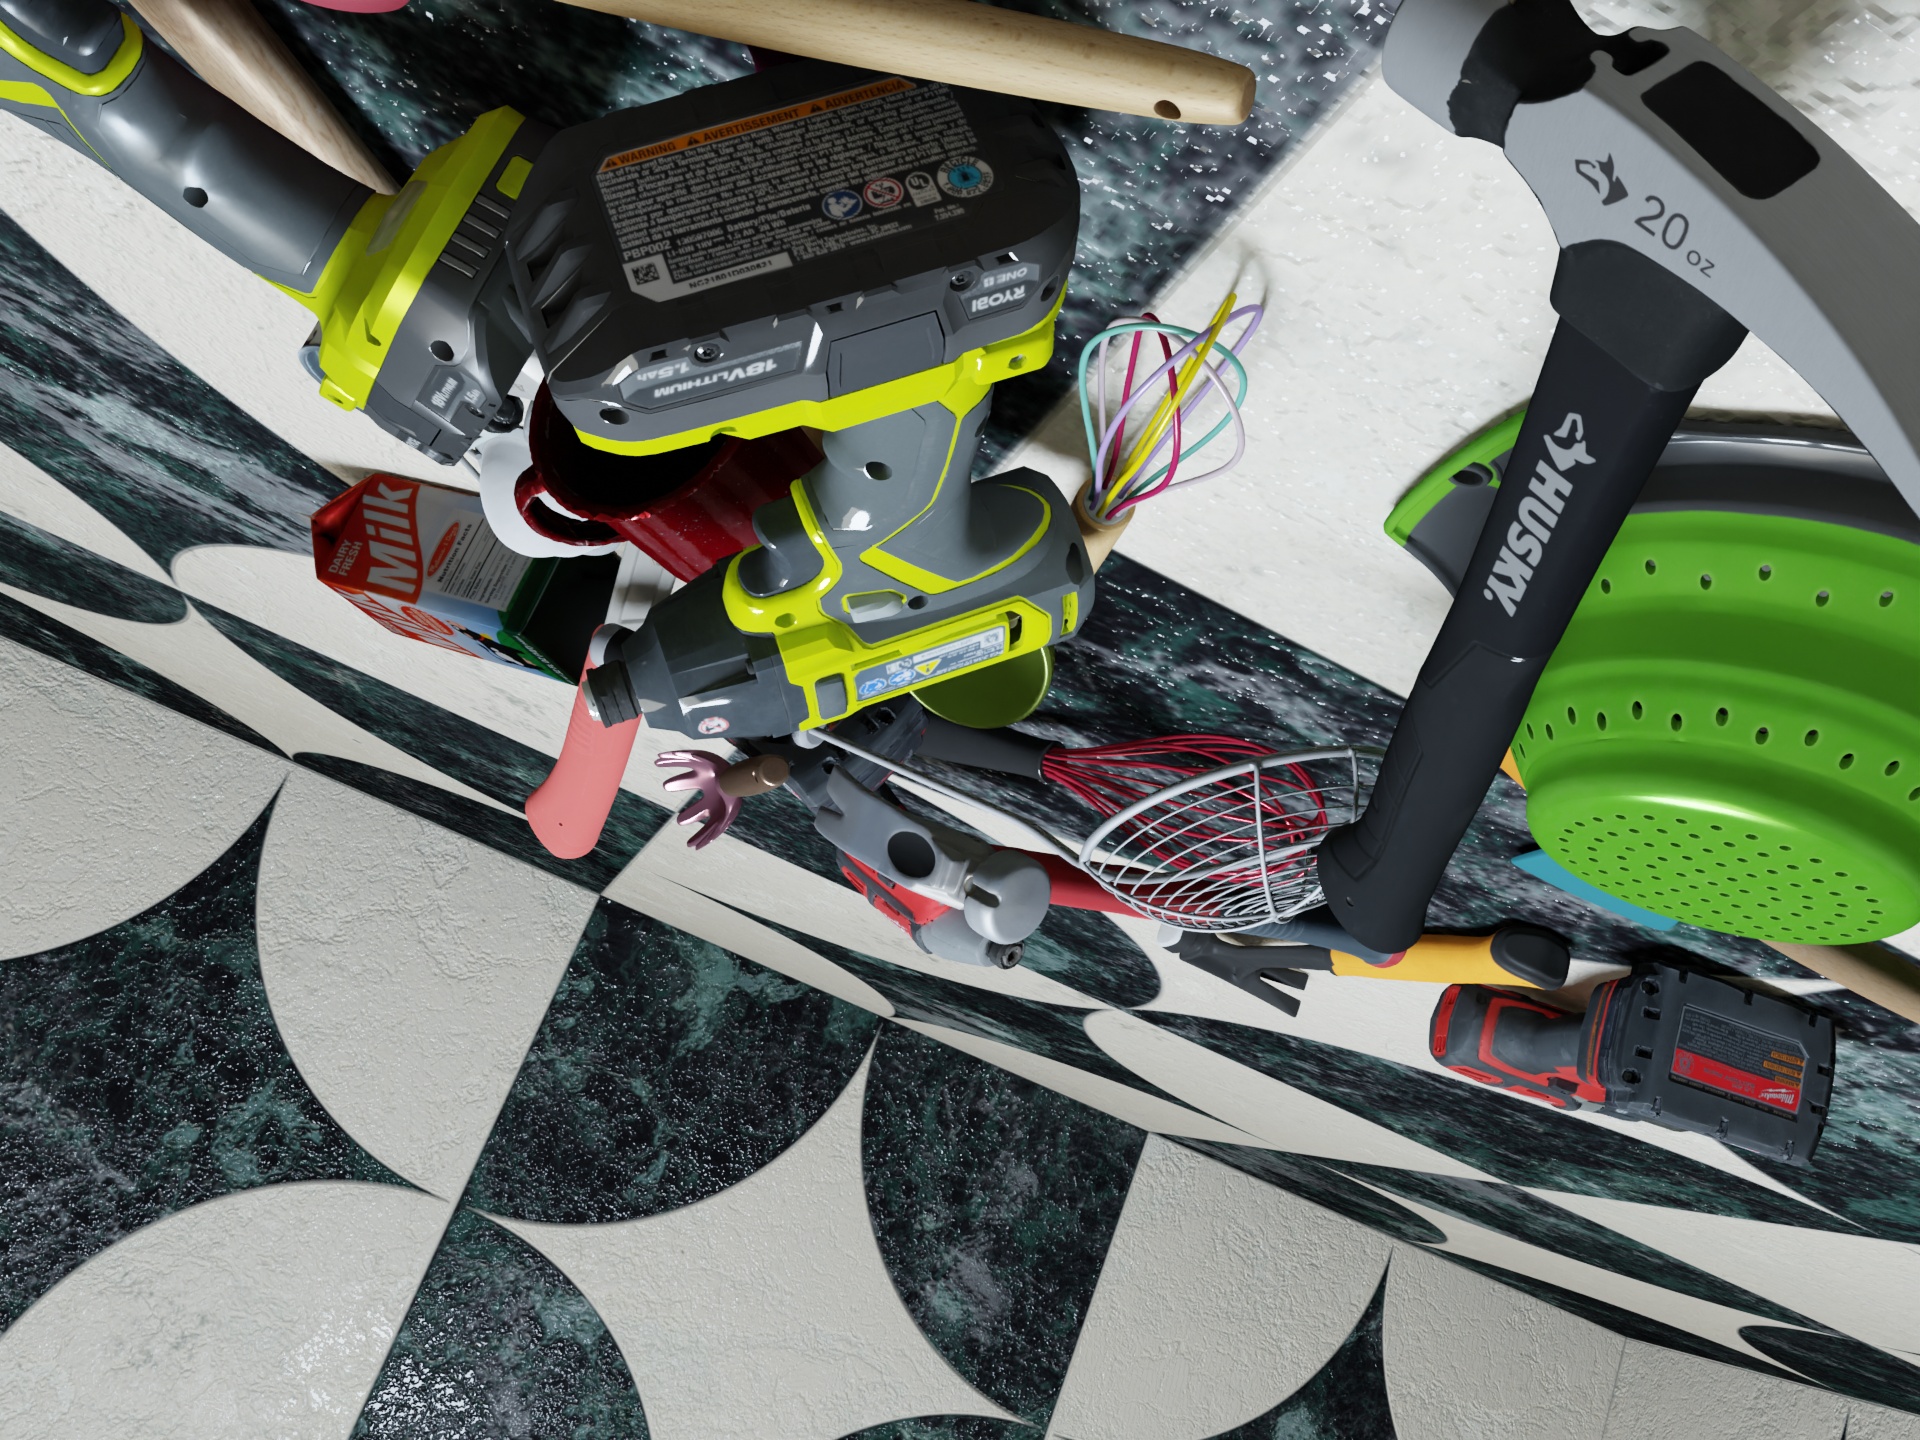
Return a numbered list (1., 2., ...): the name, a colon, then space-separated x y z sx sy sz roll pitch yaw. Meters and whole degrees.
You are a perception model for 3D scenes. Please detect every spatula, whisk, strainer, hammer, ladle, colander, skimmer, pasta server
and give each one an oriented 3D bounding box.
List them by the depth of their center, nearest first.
1. ladle: -0.079 -0.176 0.377 0.315 0.031 0.069 21 167 22
2. hammer: 0.143 -0.015 0.415 0.146 0.035 0.334 49 162 26
3. colander: 0.311 0.039 0.486 0.397 0.094 0.204 24 163 -6
4. hammer: -0.228 -0.208 0.515 0.130 0.031 0.331 14 161 25
5. whisk: 0.051 -0.078 0.538 0.051 0.047 0.245 1 169 -6
6. ladle: -0.028 -0.068 0.591 0.078 0.062 0.320 11 167 19
7. spatula: 0.303 0.082 0.621 0.082 0.044 0.317 25 -173 1
8. skimmer: -0.001 -0.002 0.664 0.363 0.090 0.127 22 172 26
9. strainer: -0.145 -0.088 0.774 0.258 0.050 0.086 16 148 10
10. hammer: -0.164 -0.021 0.805 0.149 0.037 0.359 23 143 -7
11. pasta server: -0.120 0.033 0.805 0.316 0.040 0.060 165 83 -76
12. hammer: 0.105 0.088 0.828 0.386 0.038 0.143 14 -173 -43
13. whisk: 0.063 0.025 0.830 0.296 0.073 0.073 14 163 42
14. hammer: 0.262 0.157 1.022 0.127 0.034 0.337 28 162 -18

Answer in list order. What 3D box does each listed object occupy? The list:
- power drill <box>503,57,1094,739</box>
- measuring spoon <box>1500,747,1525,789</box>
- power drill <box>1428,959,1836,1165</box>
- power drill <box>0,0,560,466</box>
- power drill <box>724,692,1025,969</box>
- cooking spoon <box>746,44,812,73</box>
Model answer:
1. power drill: -0.044 -0.070 0.463 0.171 0.080 0.223 -19 154 -8
2. measuring spoon: 0.242 0.026 0.681 0.021 0.011 0.116 4 156 46
3. power drill: 0.400 0.201 0.919 0.188 0.080 0.226 19 167 -5
4. power drill: -0.212 -0.169 0.420 0.228 0.080 0.190 31 165 -21
5. power drill: -0.042 0.055 0.887 0.143 0.078 0.219 35 163 41
6. cooking spoon: -0.072 -0.199 0.365 0.069 0.017 0.318 11 161 34
